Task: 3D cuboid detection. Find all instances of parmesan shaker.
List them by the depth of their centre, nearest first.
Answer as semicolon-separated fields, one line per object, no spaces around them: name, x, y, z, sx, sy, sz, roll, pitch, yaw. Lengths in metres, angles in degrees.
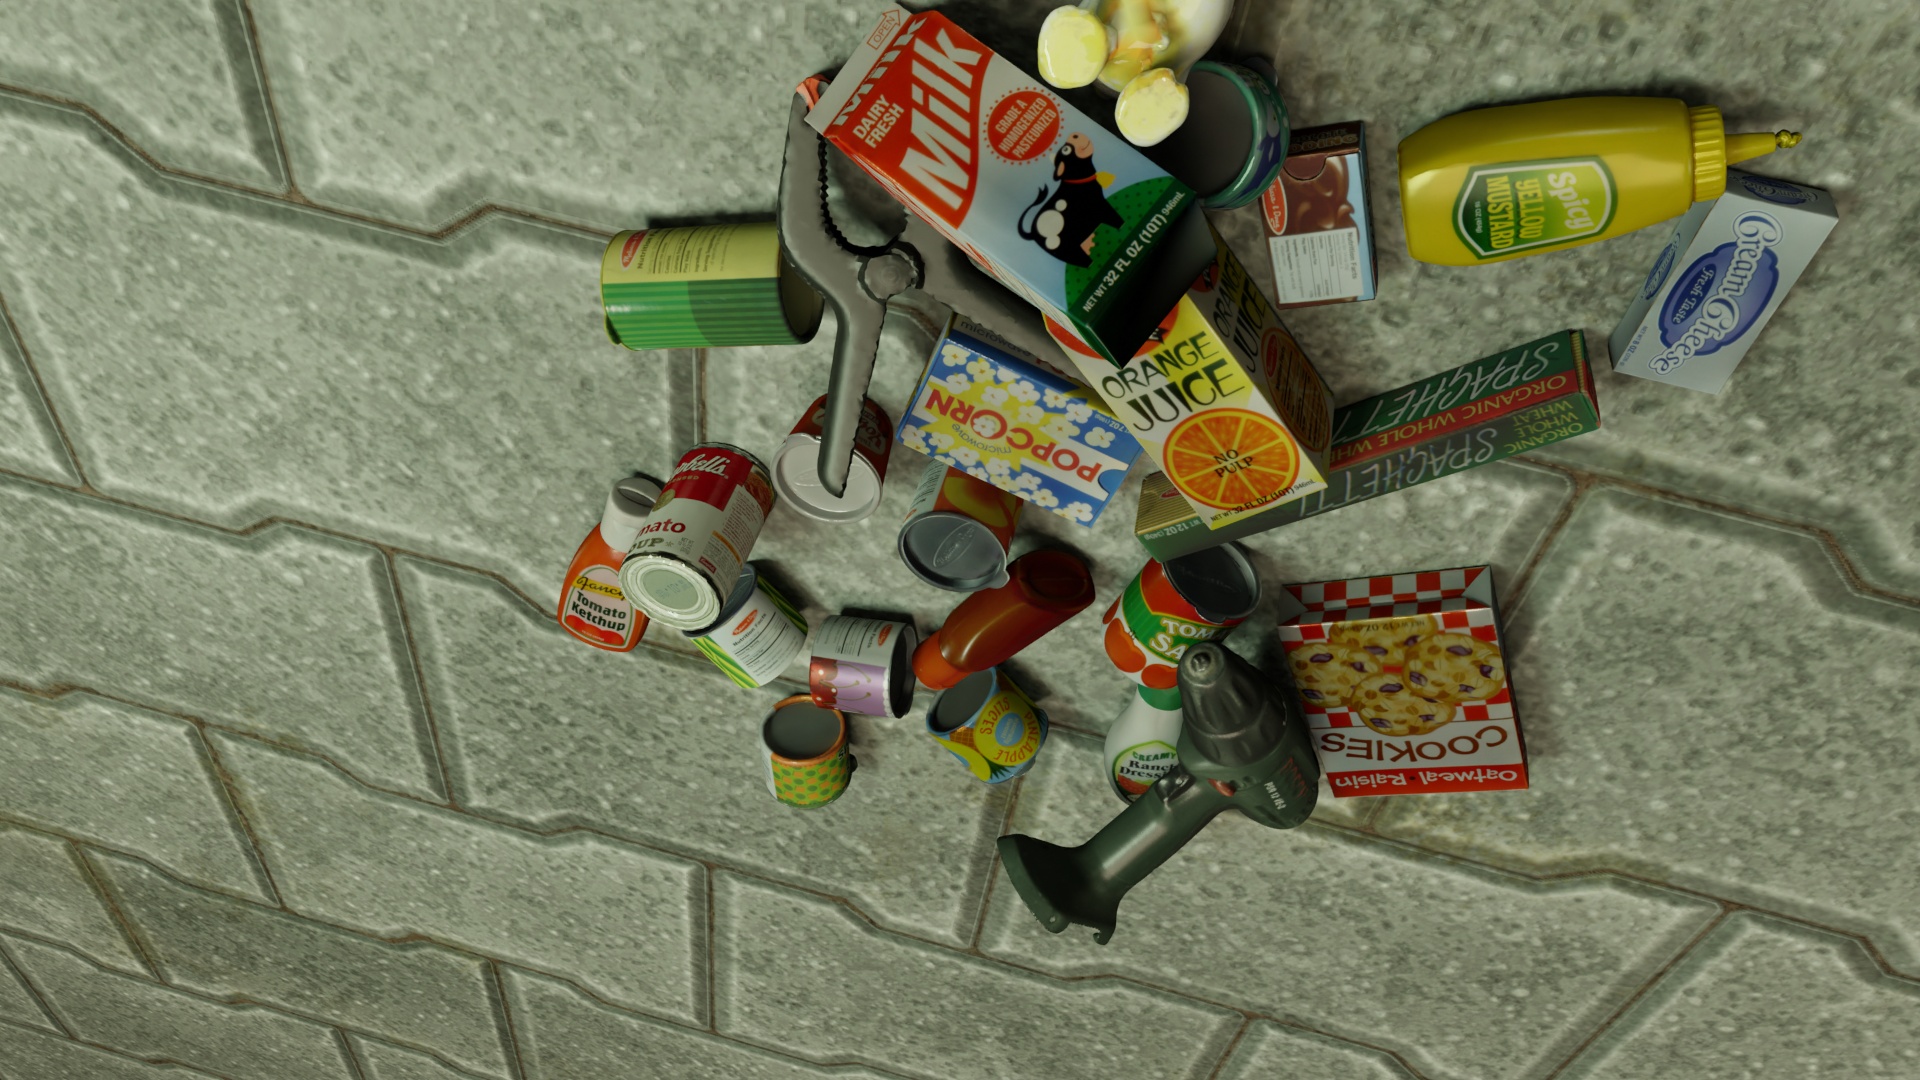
parmesan shaker;-0.132;-0.134;0.748;0.103;0.072;0.071;1;134;17

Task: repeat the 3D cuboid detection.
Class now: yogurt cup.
yogurt cup;-0.073;-0.051;0.824;0.072;0.054;0.072;9;136;9

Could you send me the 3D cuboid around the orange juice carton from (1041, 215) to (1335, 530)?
orange juice carton;0.109;-0.102;0.700;0.071;0.073;0.192;-23;122;35

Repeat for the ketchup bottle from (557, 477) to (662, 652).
ketchup bottle;-0.235;0.016;0.953;0.065;0.044;0.148;24;136;-6

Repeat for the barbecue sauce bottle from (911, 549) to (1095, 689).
barbecue sauce bottle;0.020;0.055;0.902;0.065;0.044;0.148;1;154;-36

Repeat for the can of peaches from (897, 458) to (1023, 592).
can of peaches;0.003;-0.010;0.837;0.071;0.058;0.070;9;135;9

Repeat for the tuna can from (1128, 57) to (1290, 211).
tuna can;0.113;-0.184;0.625;0.071;0.033;0.071;10;107;34

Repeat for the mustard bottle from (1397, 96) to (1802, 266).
mustard bottle;0.275;-0.161;0.604;0.160;0.049;0.065;-5;133;23

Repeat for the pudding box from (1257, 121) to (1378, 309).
pudding box;0.170;-0.153;0.660;0.049;0.030;0.083;-3;133;22

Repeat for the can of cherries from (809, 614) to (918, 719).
can of cherries;-0.065;0.088;0.951;0.058;0.072;0.071;5;135;14

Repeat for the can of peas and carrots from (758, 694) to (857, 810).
can of peas and carrots;-0.113;0.157;1.039;0.071;0.071;0.058;9;135;10

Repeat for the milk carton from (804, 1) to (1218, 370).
milk carton;0.016;-0.166;0.620;0.191;0.073;0.072;40;95;19

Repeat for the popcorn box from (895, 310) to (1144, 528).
popcorn box;0.037;-0.069;0.782;0.127;0.038;0.084;24;135;-6

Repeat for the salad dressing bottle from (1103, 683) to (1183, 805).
salad dressing bottle;0.133;0.123;0.938;0.064;0.044;0.146;5;135;3

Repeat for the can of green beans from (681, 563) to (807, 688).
can of green beans;-0.147;0.059;0.950;0.071;0.071;0.057;-19;126;32

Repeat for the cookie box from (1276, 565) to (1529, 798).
cookie box;0.277;0.092;0.863;0.123;0.040;0.166;-7;130;25

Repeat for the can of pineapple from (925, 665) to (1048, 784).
can of pineapple;0.019;0.126;0.960;0.071;0.071;0.057;-25;121;36

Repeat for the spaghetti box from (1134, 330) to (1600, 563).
spaghetti box;0.208;-0.046;0.740;0.249;0.050;0.028;-19;127;32

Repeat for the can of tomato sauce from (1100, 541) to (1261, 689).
can of tomato sauce;0.132;0.043;0.840;0.071;0.071;0.082;25;136;-7

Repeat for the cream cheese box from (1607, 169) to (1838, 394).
cream cheese box;0.349;-0.118;0.641;0.053;0.024;0.103;13;136;3
